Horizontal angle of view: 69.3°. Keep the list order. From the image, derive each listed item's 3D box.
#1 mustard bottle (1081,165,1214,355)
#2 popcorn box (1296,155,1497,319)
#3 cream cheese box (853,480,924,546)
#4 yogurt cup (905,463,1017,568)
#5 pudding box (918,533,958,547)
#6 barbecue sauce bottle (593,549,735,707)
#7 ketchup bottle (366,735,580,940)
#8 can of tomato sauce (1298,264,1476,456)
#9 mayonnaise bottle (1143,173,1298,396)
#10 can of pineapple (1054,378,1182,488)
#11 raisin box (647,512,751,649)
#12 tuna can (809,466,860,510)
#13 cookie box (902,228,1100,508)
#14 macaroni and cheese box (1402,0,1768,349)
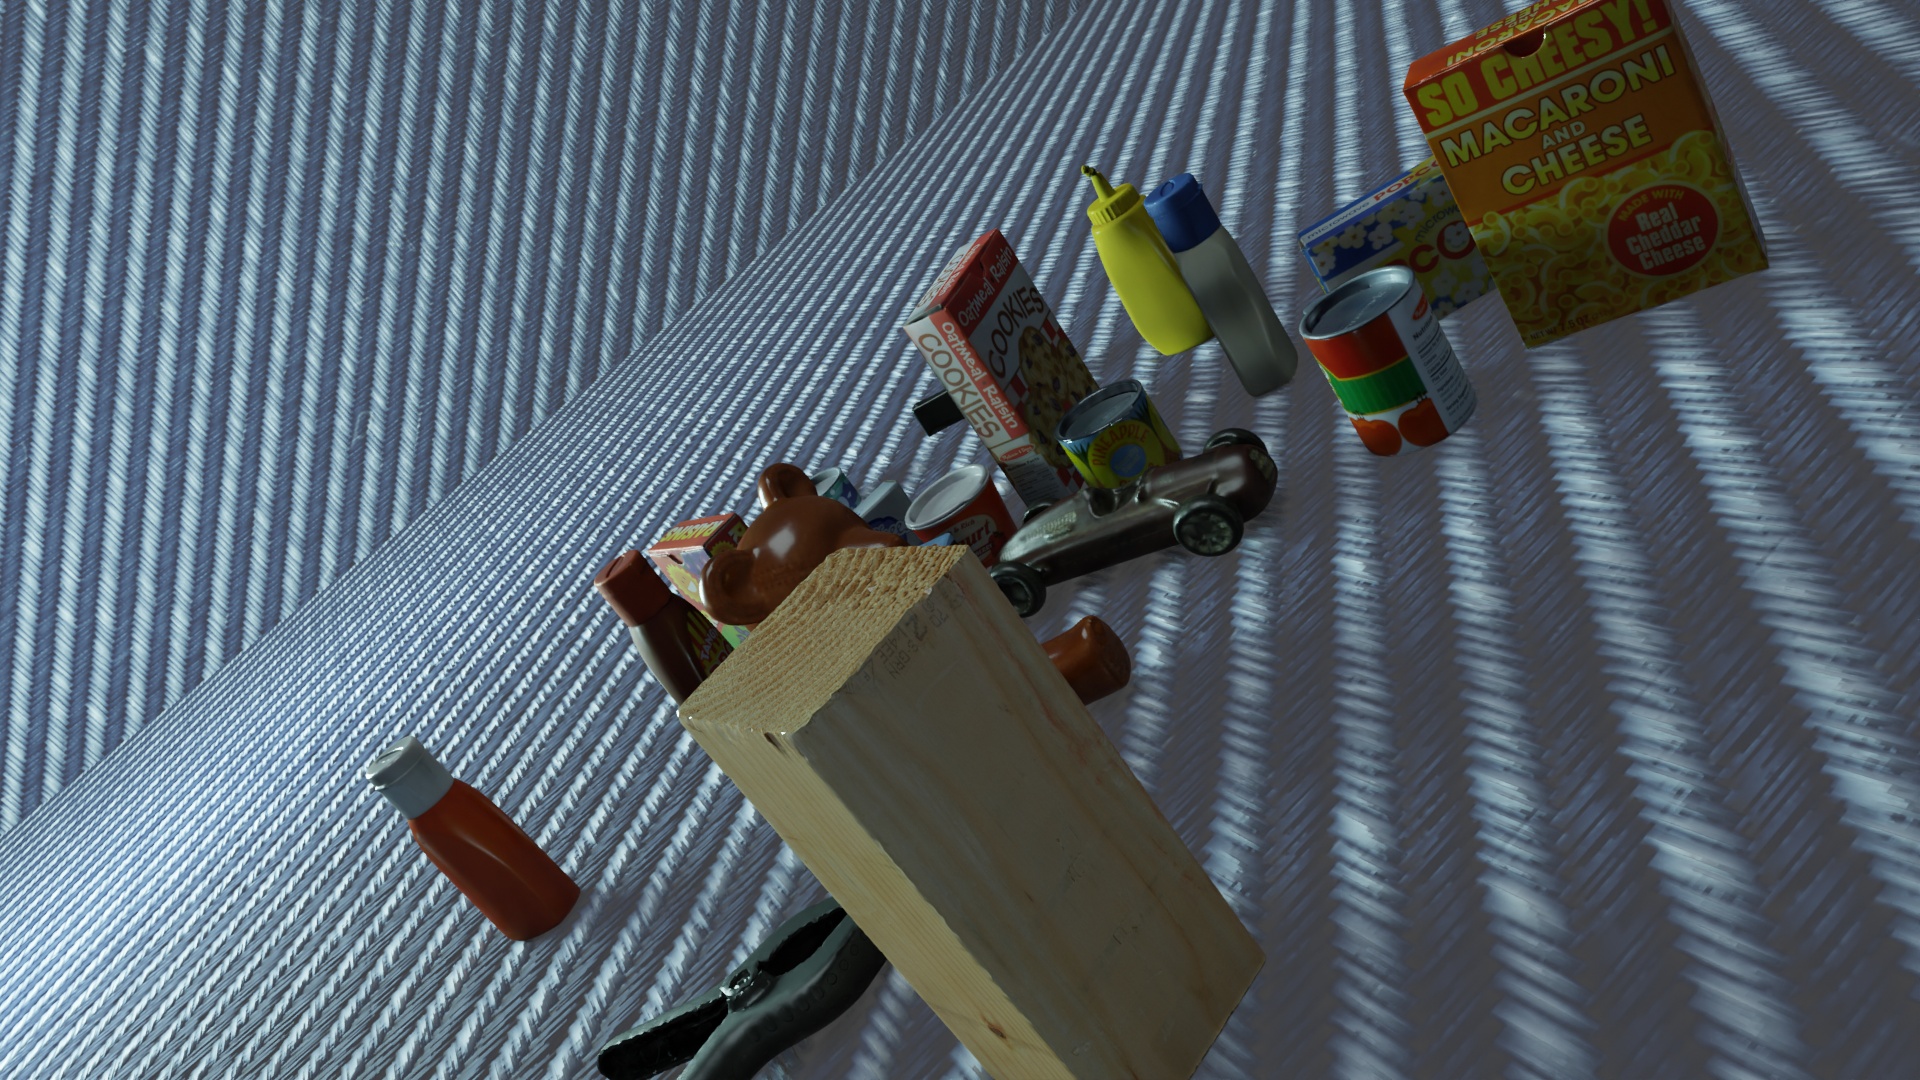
[{"bbox_3d":[0.137,-0.216,1.041,0.065,0.160,0.049,-20,26,35],"label":"mustard bottle"},{"bbox_3d":[0.284,-0.181,0.856,0.126,0.085,0.038,-29,22,16],"label":"popcorn box"},{"bbox_3d":[-0.071,0.008,1.027,0.104,0.053,0.024,-45,23,-22],"label":"cream cheese box"},{"bbox_3d":[0.003,-0.012,0.959,0.072,0.054,0.073,-30,22,14],"label":"yogurt cup"},{"bbox_3d":[-0.014,0.039,0.884,0.030,0.049,0.084,-25,24,26],"label":"pudding box"},{"bbox_3d":[-0.185,0.073,0.931,0.043,0.148,0.065,-28,23,19],"label":"barbecue sauce bottle"},{"bbox_3d":[-0.309,0.188,0.874,0.064,0.148,0.044,-21,25,33],"label":"ketchup bottle"},{"bbox_3d":[0.232,-0.097,0.760,0.071,0.083,0.071,-30,22,14],"label":"can of tomato sauce"},{"bbox_3d":[0.171,-0.168,0.909,0.041,0.147,0.065,-26,23,24],"label":"mayonnaise bottle"},{"bbox_3d":[0.104,-0.063,0.912,0.071,0.057,0.071,-30,22,14],"label":"can of pineapple"},{"bbox_3d":[-0.155,0.041,0.988,0.086,0.123,0.040,-6,36,52],"label":"raisin box"},{"bbox_3d":[-0.122,-0.030,1.210,0.071,0.032,0.071,-30,22,14],"label":"tuna can"},{"bbox_3d":[0.039,-0.119,0.975,0.040,0.167,0.123,-21,26,33],"label":"cookie box"},{"bbox_3d":[0.322,-0.194,0.716,0.123,0.166,0.040,-19,27,35],"label":"macaroni and cheese box"}]
